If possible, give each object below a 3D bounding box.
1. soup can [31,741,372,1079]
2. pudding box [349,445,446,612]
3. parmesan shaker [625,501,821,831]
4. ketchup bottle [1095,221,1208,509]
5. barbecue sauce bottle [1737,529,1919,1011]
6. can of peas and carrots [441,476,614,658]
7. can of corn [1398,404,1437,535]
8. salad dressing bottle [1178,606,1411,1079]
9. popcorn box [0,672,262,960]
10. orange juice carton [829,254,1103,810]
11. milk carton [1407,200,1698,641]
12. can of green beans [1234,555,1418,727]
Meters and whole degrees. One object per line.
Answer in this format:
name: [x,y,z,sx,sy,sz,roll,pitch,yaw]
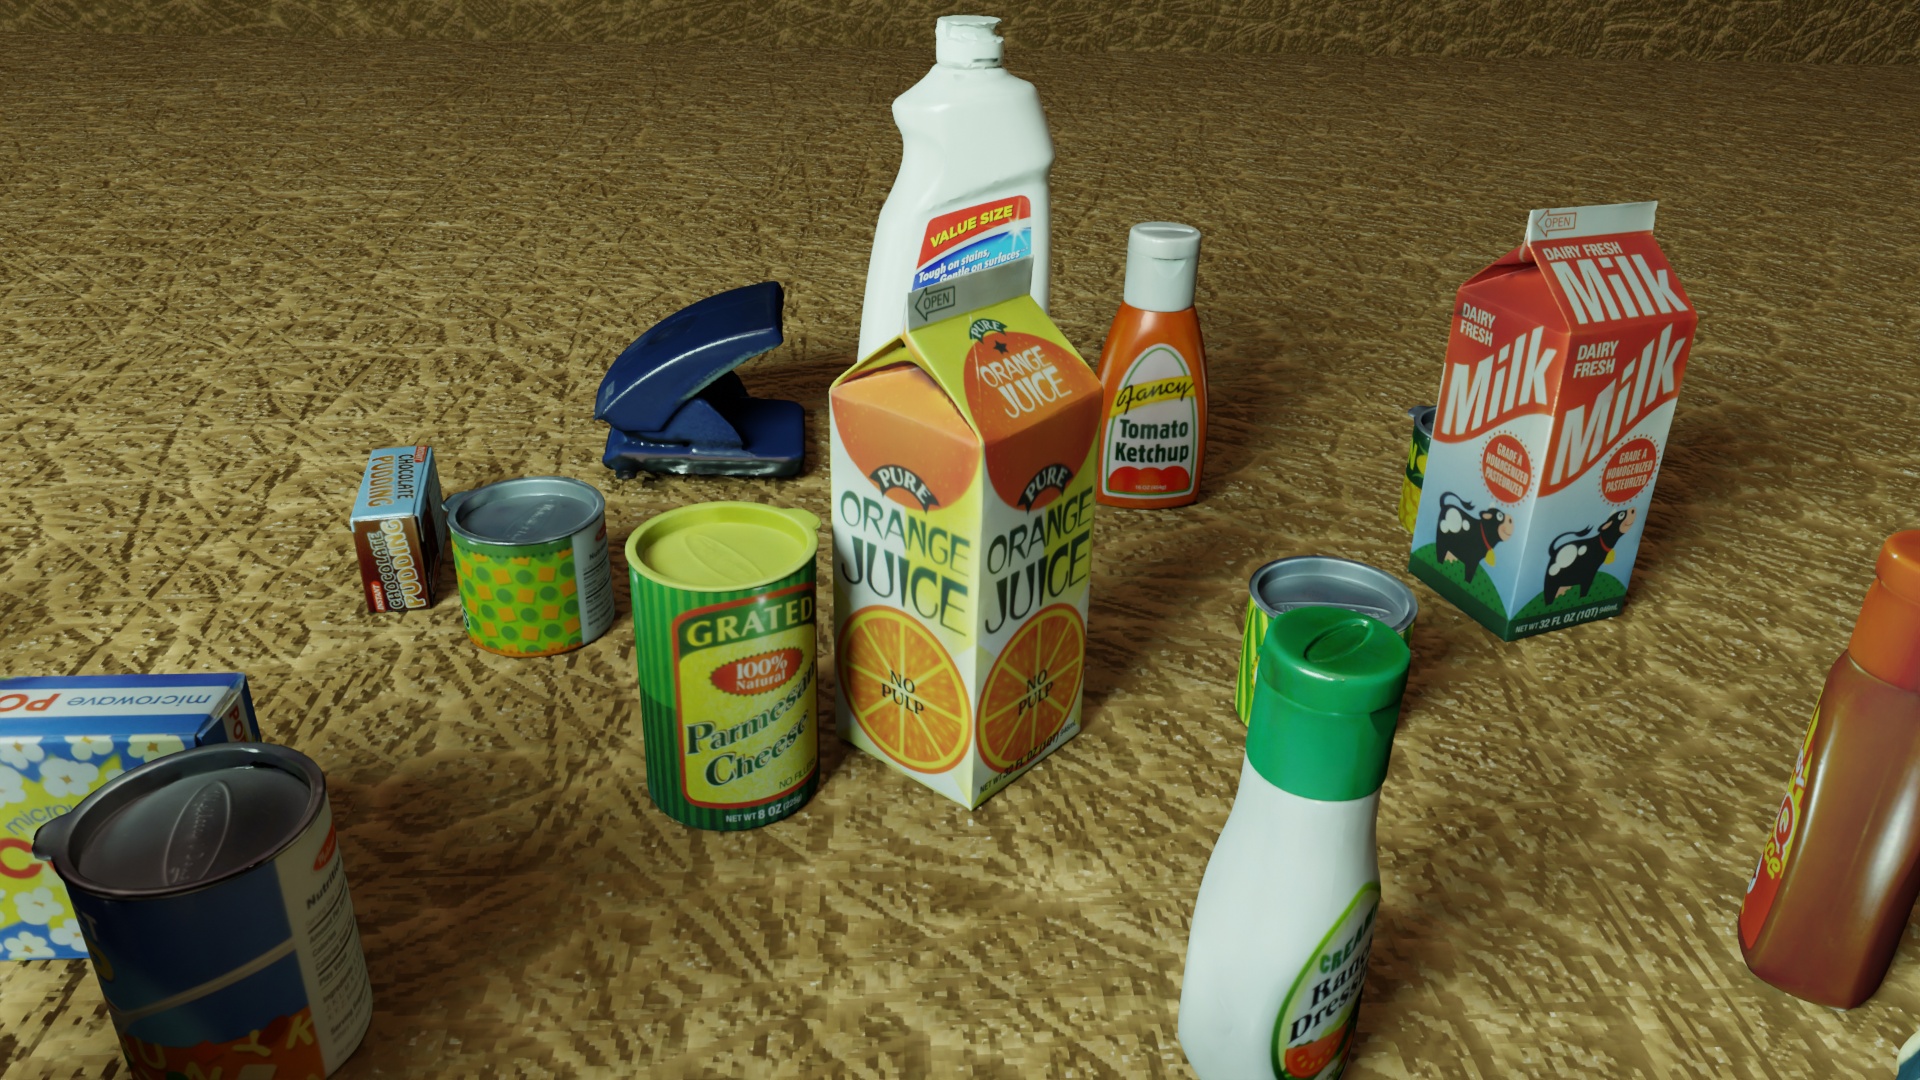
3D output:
soup can: [-0.211,0.110,0.394,0.071,0.083,0.071,1,27,-1]
pudding box: [-0.264,-0.007,0.658,0.030,0.049,0.084,-5,28,-13]
parmesan shaker: [-0.082,0.045,0.507,0.071,0.102,0.071,1,27,-1]
ketchup bottle: [0.101,-0.091,0.732,0.065,0.148,0.044,0,27,-3]
barbecue sauce bottle: [0.284,0.070,0.429,0.044,0.147,0.065,19,31,30]
can of peas and carrots: [-0.191,0.011,0.616,0.071,0.058,0.071,1,27,-1]
can of corn: [0.265,-0.034,0.729,0.071,0.058,0.071,1,27,-1]
salad dressing bottle: [0.092,0.090,0.381,0.064,0.147,0.044,-23,36,-39]
popcorn box: [-0.285,0.087,0.434,0.127,0.084,0.038,-1,27,-4]
orange juice carton: [0.002,-0.006,0.515,0.073,0.191,0.072,22,33,35]
milk carton: [0.268,-0.058,0.631,0.072,0.189,0.074,-9,29,-20]
can of green beans: [0.148,0.047,0.566,0.071,0.057,0.071,1,27,-1]
